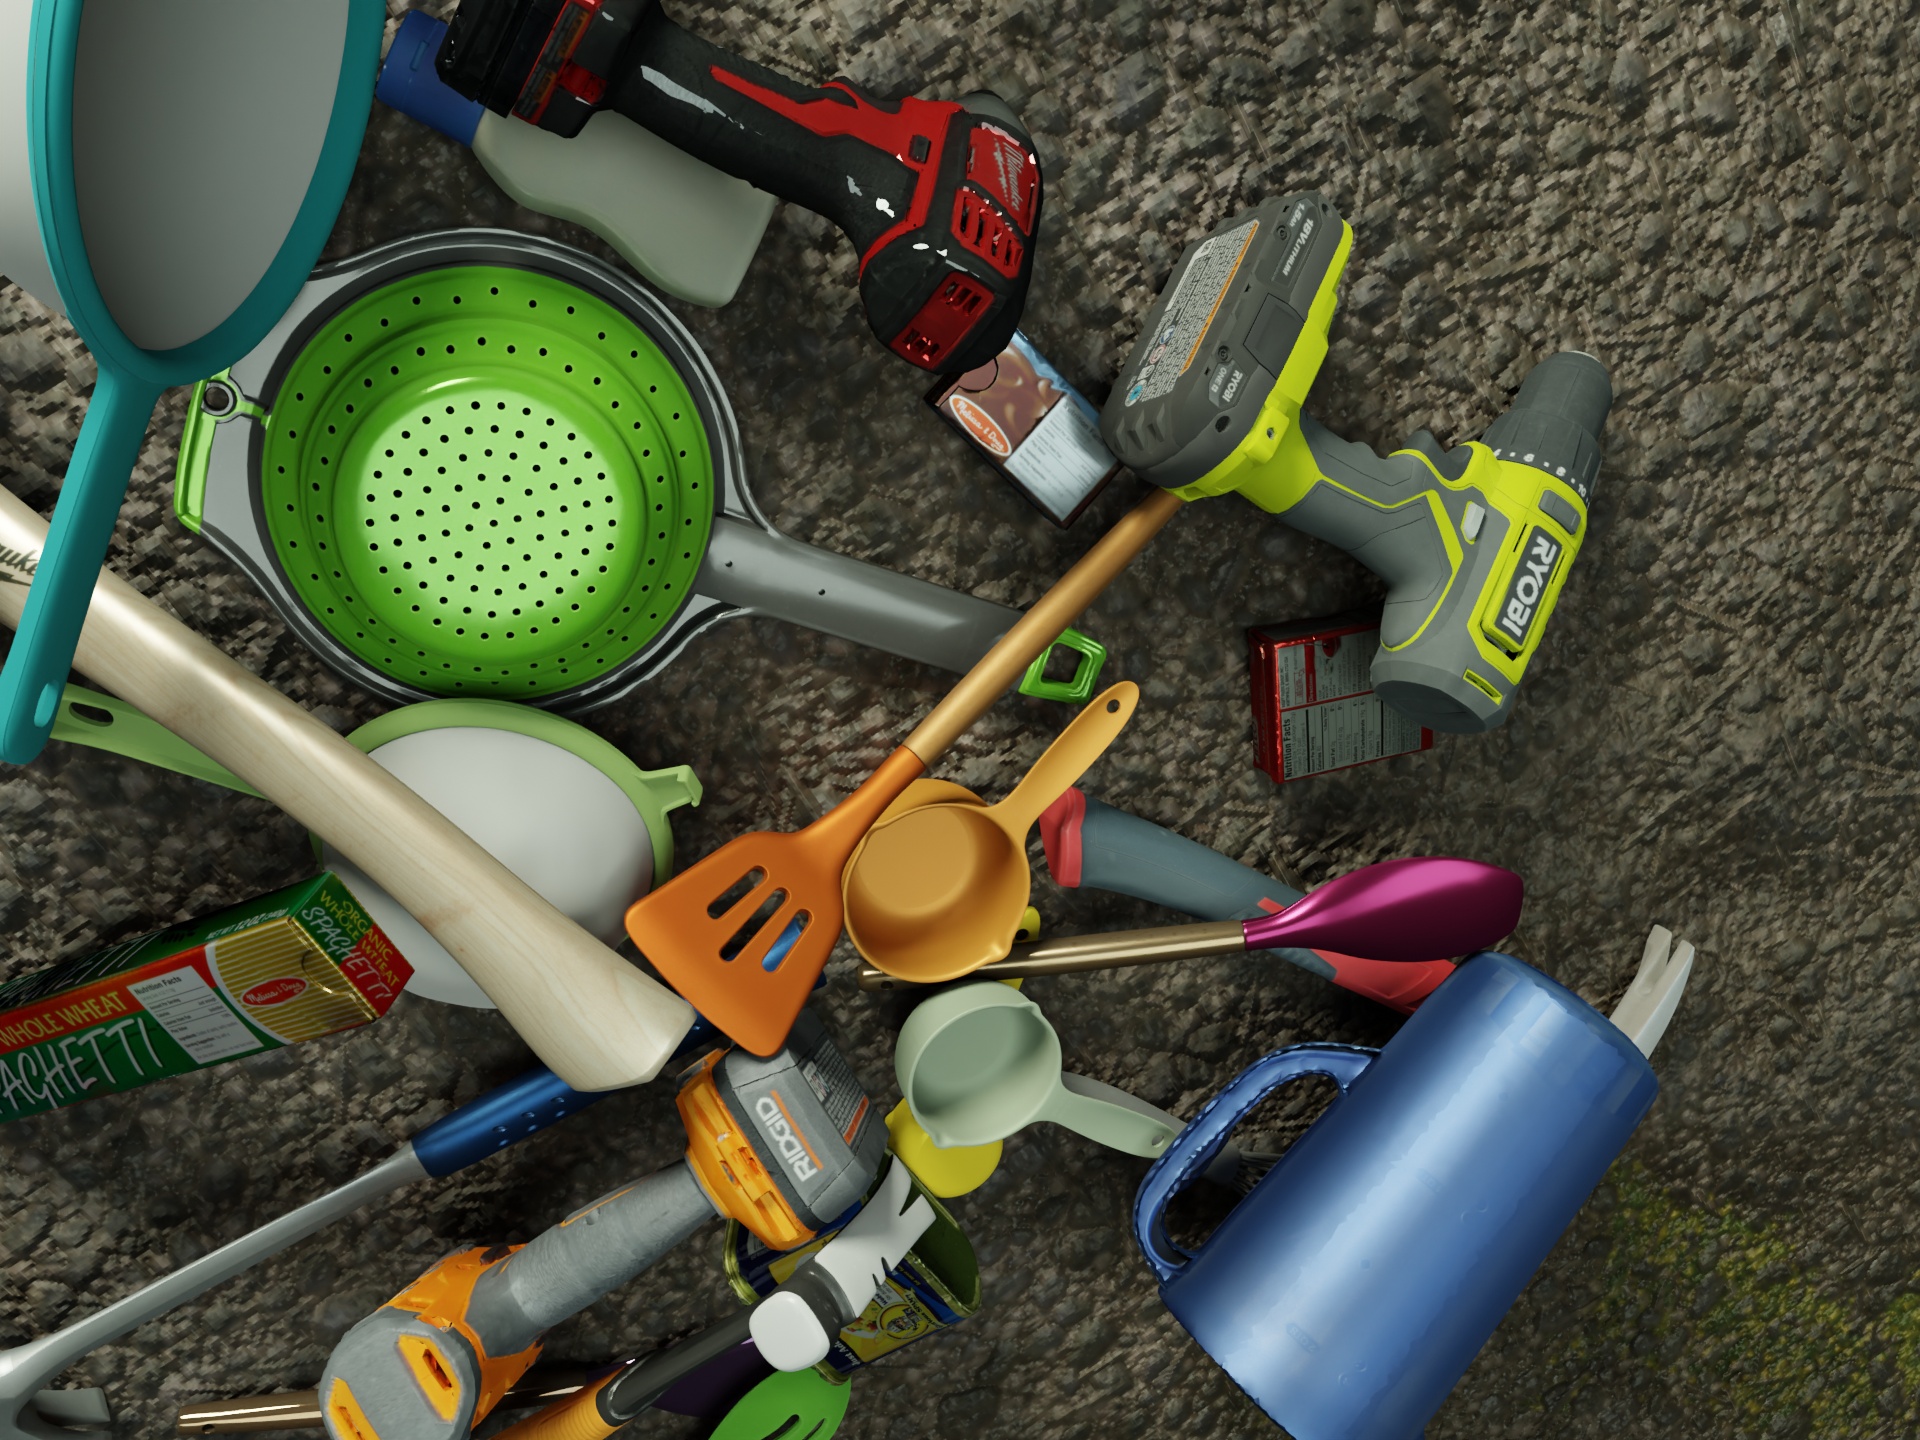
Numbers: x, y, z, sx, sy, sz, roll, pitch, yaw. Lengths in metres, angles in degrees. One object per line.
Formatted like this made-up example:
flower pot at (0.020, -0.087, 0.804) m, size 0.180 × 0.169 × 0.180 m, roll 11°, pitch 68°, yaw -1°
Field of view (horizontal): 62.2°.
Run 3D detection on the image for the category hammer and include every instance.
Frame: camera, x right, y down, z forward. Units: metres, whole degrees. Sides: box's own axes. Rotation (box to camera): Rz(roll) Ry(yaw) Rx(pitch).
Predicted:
hammer at (-0.157, 0.304, 0.717) m, size 0.337 × 0.127 × 0.034 m, roll -36°, pitch 86°, yaw 23°
hammer at (-0.245, 0.200, 0.701) m, size 0.405 × 0.035 × 0.143 m, roll -27°, pitch 143°, yaw -12°
hammer at (0.212, 0.108, 0.820) m, size 0.386 × 0.038 × 0.143 m, roll 26°, pitch 97°, yaw -21°
hammer at (-0.263, -0.010, 0.581) m, size 0.410 × 0.038 × 0.146 m, roll 38°, pitch 91°, yaw -4°

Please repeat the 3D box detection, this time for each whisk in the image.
whisk at (0.137, 0.233, 0.837) m, size 0.238 × 0.055 × 0.055 m, roll 27°, pitch 98°, yaw -17°

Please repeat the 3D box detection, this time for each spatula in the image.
spatula at (-0.210, 0.330, 0.780) m, size 0.315 × 0.018 × 0.059 m, roll 2°, pitch 112°, yaw -17°
spatula at (-0.001, -0.002, 0.670) m, size 0.081 × 0.041 × 0.322 m, roll 45°, pitch 76°, yaw -3°

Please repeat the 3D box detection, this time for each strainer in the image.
strainer at (-0.241, 0.050, 0.630) m, size 0.256 × 0.069 × 0.151 m, roll 21°, pitch 124°, yaw -20°
strainer at (-0.286, -0.159, 0.500) m, size 0.095 × 0.211 × 0.340 m, roll 19°, pitch 93°, yaw -4°

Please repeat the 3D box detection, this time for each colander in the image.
colander at (-0.107, -0.063, 0.644) m, size 0.397 × 0.095 × 0.204 m, roll 16°, pitch 102°, yaw -20°

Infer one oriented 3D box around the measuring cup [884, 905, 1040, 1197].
measuring cup at (0.010, 0.166, 0.784) m, size 0.062 × 0.029 × 0.156 m, roll 16°, pitch 103°, yaw -20°

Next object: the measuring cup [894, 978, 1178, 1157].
measuring cup at (0.040, 0.176, 0.771) m, size 0.167 × 0.038 × 0.083 m, roll 28°, pitch 98°, yaw -30°

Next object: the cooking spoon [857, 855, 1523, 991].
cooking spoon at (0.109, 0.106, 0.759) m, size 0.319 × 0.017 × 0.068 m, roll -6°, pitch 126°, yaw 2°

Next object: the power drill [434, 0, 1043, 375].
power drill at (-0.064, -0.233, 0.589) m, size 0.219 × 0.143 × 0.078 m, roll 28°, pitch 139°, yaw -22°

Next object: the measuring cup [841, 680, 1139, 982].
measuring cup at (0.013, 0.040, 0.736) m, size 0.173 × 0.052 × 0.095 m, roll -46°, pitch 113°, yaw 0°

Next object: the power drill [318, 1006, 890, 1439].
power drill at (-0.145, 0.217, 0.686) m, size 0.226 × 0.164 × 0.084 m, roll -33°, pitch 86°, yaw -1°

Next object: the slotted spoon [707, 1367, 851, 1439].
slotted spoon at (-0.191, 0.416, 0.804) m, size 0.314 × 0.031 × 0.070 m, roll -30°, pitch 130°, yaw -1°

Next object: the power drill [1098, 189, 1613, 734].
power drill at (0.191, -0.127, 0.709) m, size 0.228 × 0.080 × 0.190 m, roll 32°, pitch 76°, yaw -22°
